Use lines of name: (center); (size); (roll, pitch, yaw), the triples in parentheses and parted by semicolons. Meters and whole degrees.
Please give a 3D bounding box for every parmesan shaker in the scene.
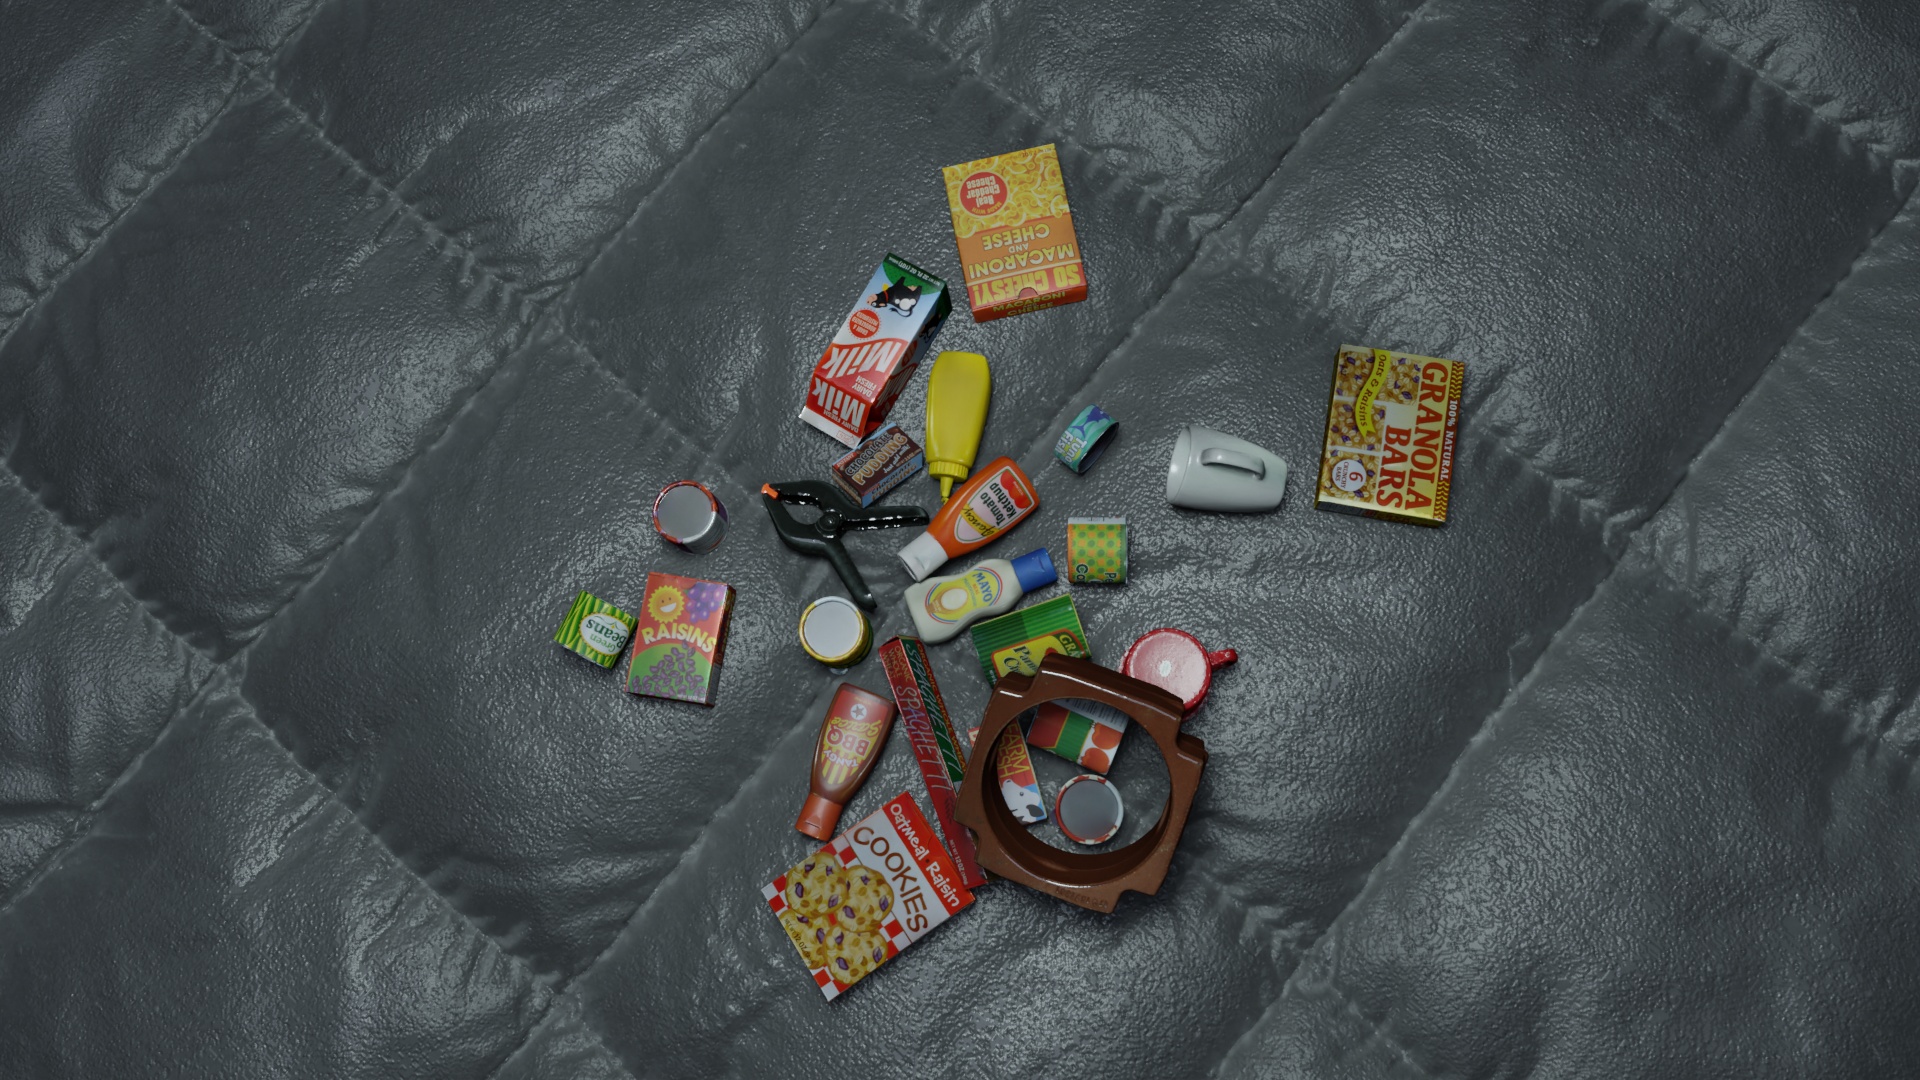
parmesan shaker: (0.069, 0.100, 1.354); (0.103, 0.071, 0.071); (-20, 77, 3)

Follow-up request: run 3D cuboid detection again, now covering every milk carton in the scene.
milk carton: (-0.088, -0.190, 1.428); (0.072, 0.073, 0.191); (30, 82, 11)

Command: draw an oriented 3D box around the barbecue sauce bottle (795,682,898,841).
barbecue sauce bottle: (-0.116, 0.217, 1.354); (0.065, 0.043, 0.149); (21, 80, 8)

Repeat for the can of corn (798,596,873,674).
can of corn: (-0.123, 0.094, 1.374); (0.071, 0.058, 0.071); (-1, 77, 5)

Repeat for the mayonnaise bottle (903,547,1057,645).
mayonnaise bottle: (0.022, 0.050, 1.381); (0.148, 0.041, 0.065); (-22, 75, 0)

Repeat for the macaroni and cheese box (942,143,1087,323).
macaroni and cheese box: (0.056, -0.324, 1.463); (0.124, 0.040, 0.167); (-12, 76, 3)

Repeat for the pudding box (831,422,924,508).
pudding box: (-0.084, -0.077, 1.410); (0.084, 0.030, 0.050); (-36, 66, -23)

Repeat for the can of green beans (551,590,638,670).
can of green beans: (-0.365, 0.090, 1.392); (0.071, 0.071, 0.058); (27, 81, 10)

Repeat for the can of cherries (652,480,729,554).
can of cherries: (-0.276, -0.025, 1.414); (0.071, 0.058, 0.071); (-1, 78, 4)

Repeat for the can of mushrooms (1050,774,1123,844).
can of mushrooms: (0.121, 0.258, 1.329); (0.071, 0.033, 0.071); (-1, 78, 4)

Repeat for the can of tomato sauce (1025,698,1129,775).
can of tomato sauce: (0.113, 0.181, 1.332); (0.083, 0.071, 0.071); (22, 80, 9)

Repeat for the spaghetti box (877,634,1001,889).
spaghetti box: (-0.018, 0.210, 1.339); (0.028, 0.050, 0.250); (-27, 74, 19)

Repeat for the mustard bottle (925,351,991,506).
mustard bottle: (-0.008, -0.111, 1.416); (0.065, 0.048, 0.160); (8, 79, 4)

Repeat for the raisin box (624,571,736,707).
raisin box: (-0.281, 0.100, 1.397); (0.086, 0.040, 0.123); (8, 77, 7)

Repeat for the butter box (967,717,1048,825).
butter box: (0.045, 0.227, 1.348); (0.053, 0.024, 0.103); (-17, 77, 0)

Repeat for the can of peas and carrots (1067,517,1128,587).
can of peas and carrots: (0.135, 0.012, 1.367); (0.059, 0.071, 0.071); (0, 78, 6)

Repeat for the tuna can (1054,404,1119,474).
tuna can: (0.125, -0.101, 1.392); (0.033, 0.071, 0.071); (39, 84, 13)

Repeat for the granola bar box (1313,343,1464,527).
granola bar box: (0.426, -0.104, 1.382); (0.124, 0.039, 0.166); (10, 78, 8)

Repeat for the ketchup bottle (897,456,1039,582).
ketchup bottle: (0.005, -0.017, 1.383); (0.149, 0.043, 0.064); (-38, 107, -12)

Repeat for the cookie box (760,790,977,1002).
cookie box: (-0.086, 0.338, 1.325); (0.167, 0.040, 0.123); (-34, 77, -4)
